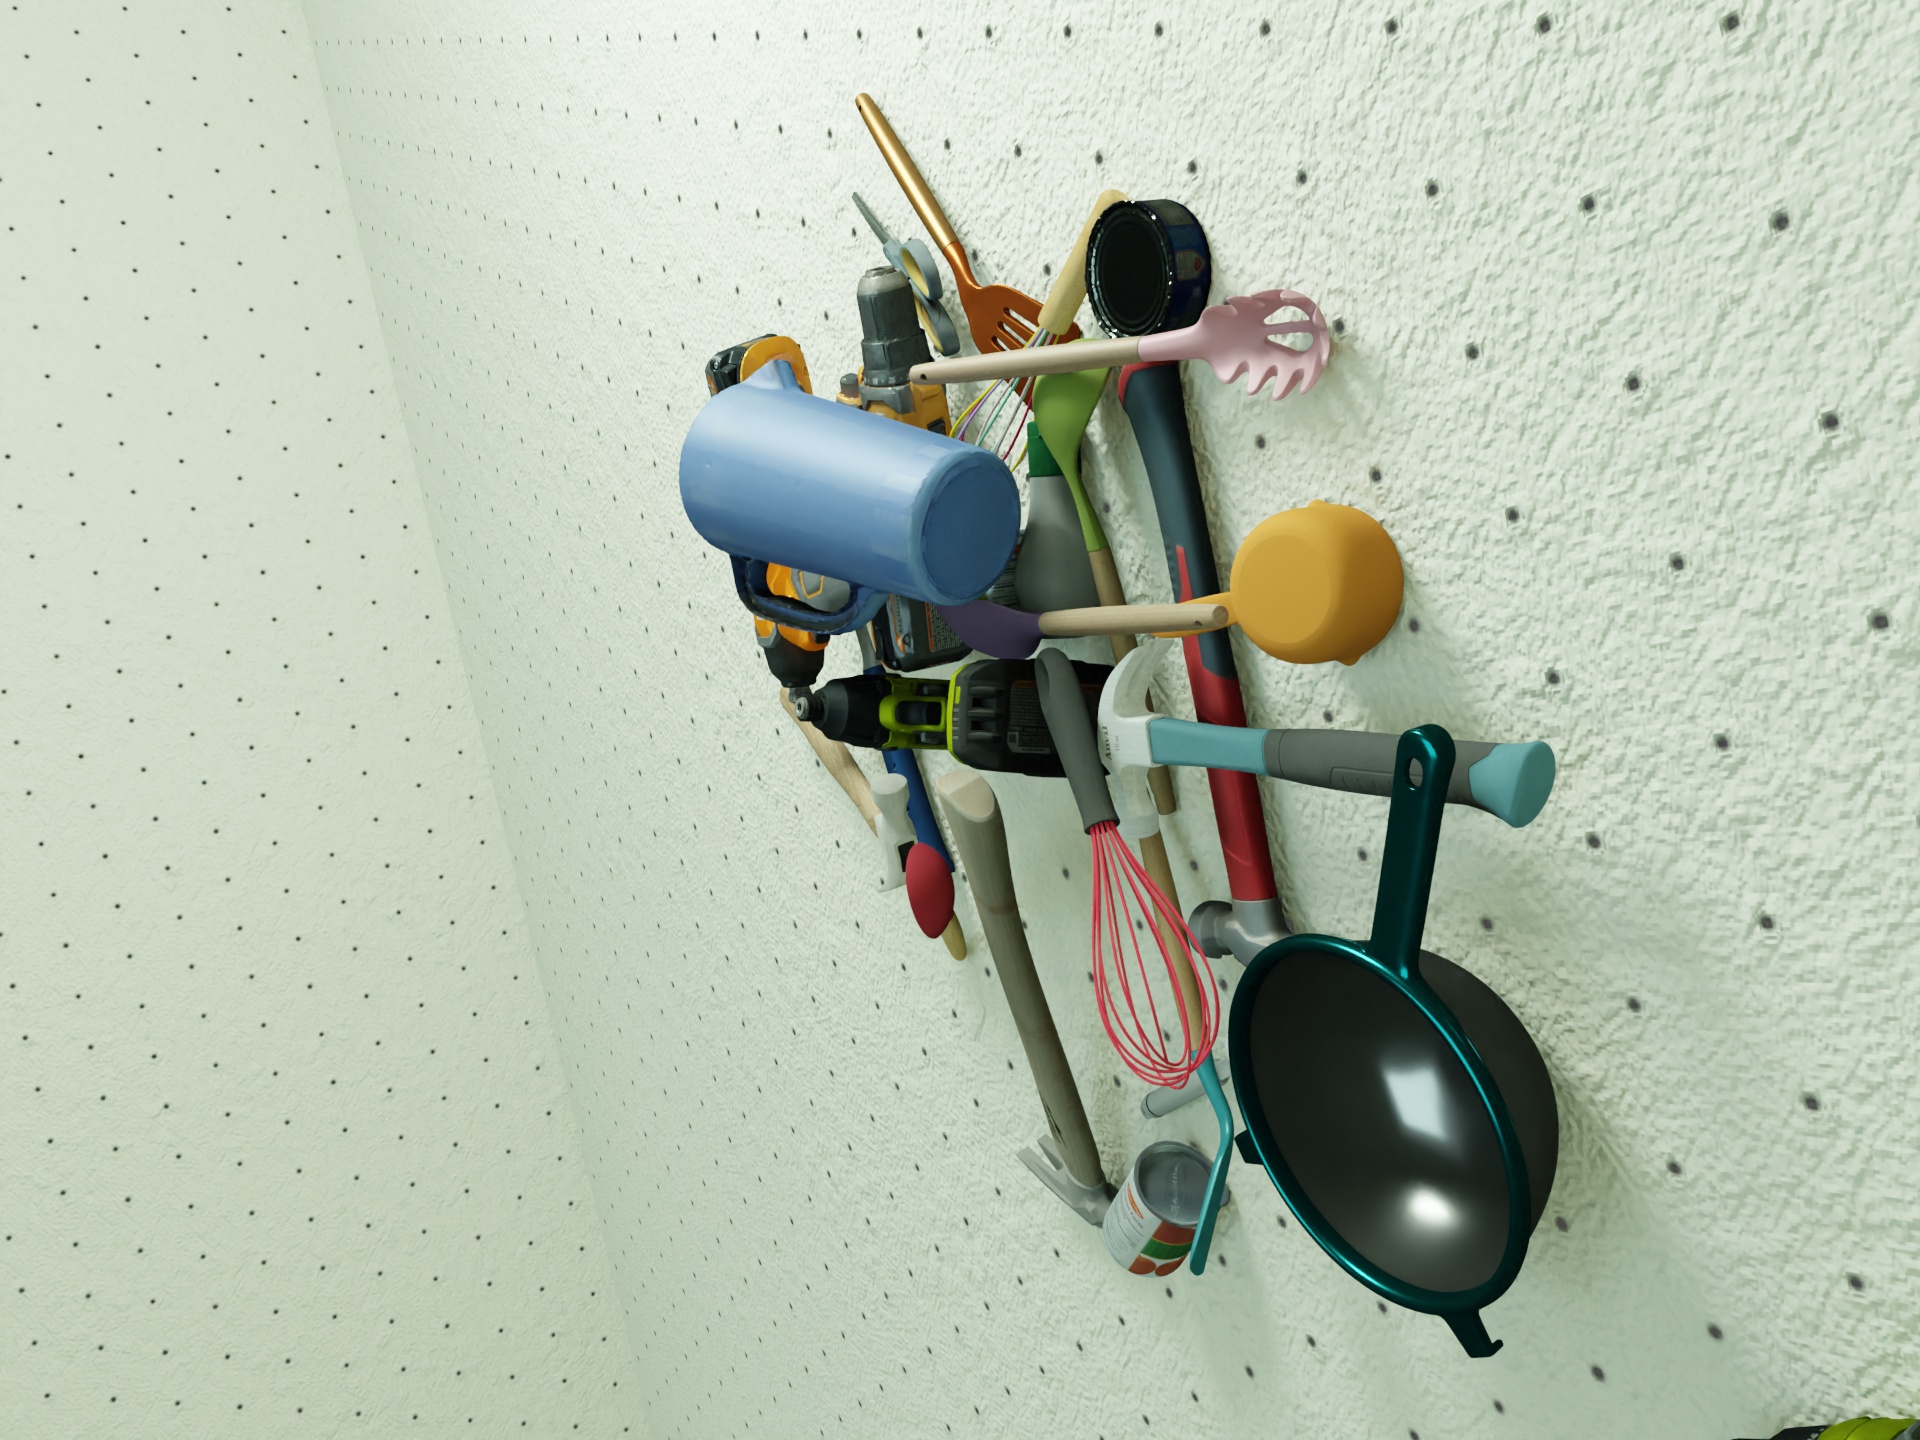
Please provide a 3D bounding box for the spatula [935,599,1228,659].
[{"bbox_3d":[0.071,-0.061,1.021,0.059,0.018,0.316,48,160,-20],"label":"spatula"}]

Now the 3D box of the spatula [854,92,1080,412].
[{"bbox_3d":[-0.007,-0.357,1.158,0.323,0.041,0.081,64,147,29],"label":"spatula"}]

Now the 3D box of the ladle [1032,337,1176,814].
[{"bbox_3d":[0.110,-0.091,1.051,0.078,0.062,0.320,-99,-7,-79],"label":"ladle"}]

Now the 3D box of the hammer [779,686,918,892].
[{"bbox_3d":[-0.105,0.045,1.442,0.332,0.031,0.130,-132,29,-57],"label":"hammer"}]

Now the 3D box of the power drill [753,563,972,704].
[{"bbox_3d":[-0.091,-0.090,1.313,0.226,0.084,0.164,4,104,47],"label":"power drill"}]

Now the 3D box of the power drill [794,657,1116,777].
[{"bbox_3d":[-0.002,-0.004,1.149,0.223,0.171,0.080,2,89,56],"label":"power drill"}]

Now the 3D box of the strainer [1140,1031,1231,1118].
[{"bbox_3d":[0.175,0.239,1.076,0.087,0.050,0.258,70,154,19],"label":"strainer"}]

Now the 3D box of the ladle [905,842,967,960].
[{"bbox_3d":[-0.011,0.158,1.252,0.315,0.031,0.069,77,-171,-71],"label":"ladle"}]

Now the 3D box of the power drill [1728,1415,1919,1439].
[{"bbox_3d":[0.426,0.410,0.665,0.190,0.080,0.229,-40,64,58],"label":"power drill"}]

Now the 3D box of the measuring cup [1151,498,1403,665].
[{"bbox_3d":[0.162,-0.067,0.902,0.173,0.052,0.095,-13,89,44],"label":"measuring cup"}]

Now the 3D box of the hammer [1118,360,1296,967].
[{"bbox_3d":[0.163,-0.036,0.977,0.143,0.038,0.386,-5,98,60],"label":"hammer"}]

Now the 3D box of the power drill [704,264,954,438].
[{"bbox_3d":[-0.101,-0.262,1.253,0.226,0.084,0.185,14,124,42],"label":"power drill"}]

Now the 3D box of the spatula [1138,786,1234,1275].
[{"bbox_3d":[0.139,0.192,1.034,0.082,0.044,0.318,54,-156,-65],"label":"spatula"}]

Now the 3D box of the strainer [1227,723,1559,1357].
[{"bbox_3d":[0.249,0.147,0.838,0.211,0.095,0.340,35,133,49],"label":"strainer"}]

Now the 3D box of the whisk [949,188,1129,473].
[{"bbox_3d":[0.049,-0.249,1.065,0.047,0.051,0.244,47,136,17],"label":"whisk"}]

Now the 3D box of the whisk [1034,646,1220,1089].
[{"bbox_3d":[0.093,0.083,0.980,0.073,0.073,0.296,124,136,-54],"label":"whisk"}]

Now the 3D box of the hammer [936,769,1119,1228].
[{"bbox_3d":[0.047,0.213,1.188,0.146,0.038,0.410,27,140,54],"label":"hammer"}]

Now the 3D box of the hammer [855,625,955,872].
[{"bbox_3d":[-0.082,-0.055,1.406,0.144,0.035,0.405,-27,78,60],"label":"hammer"}]

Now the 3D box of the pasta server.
[{"bbox_3d":[0.084,-0.218,0.955,0.316,0.040,0.060,5,122,41],"label":"pasta server"}]

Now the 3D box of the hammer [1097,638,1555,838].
[{"bbox_3d":[0.187,0.021,0.895,0.331,0.033,0.128,6,108,57],"label":"hammer"}]
